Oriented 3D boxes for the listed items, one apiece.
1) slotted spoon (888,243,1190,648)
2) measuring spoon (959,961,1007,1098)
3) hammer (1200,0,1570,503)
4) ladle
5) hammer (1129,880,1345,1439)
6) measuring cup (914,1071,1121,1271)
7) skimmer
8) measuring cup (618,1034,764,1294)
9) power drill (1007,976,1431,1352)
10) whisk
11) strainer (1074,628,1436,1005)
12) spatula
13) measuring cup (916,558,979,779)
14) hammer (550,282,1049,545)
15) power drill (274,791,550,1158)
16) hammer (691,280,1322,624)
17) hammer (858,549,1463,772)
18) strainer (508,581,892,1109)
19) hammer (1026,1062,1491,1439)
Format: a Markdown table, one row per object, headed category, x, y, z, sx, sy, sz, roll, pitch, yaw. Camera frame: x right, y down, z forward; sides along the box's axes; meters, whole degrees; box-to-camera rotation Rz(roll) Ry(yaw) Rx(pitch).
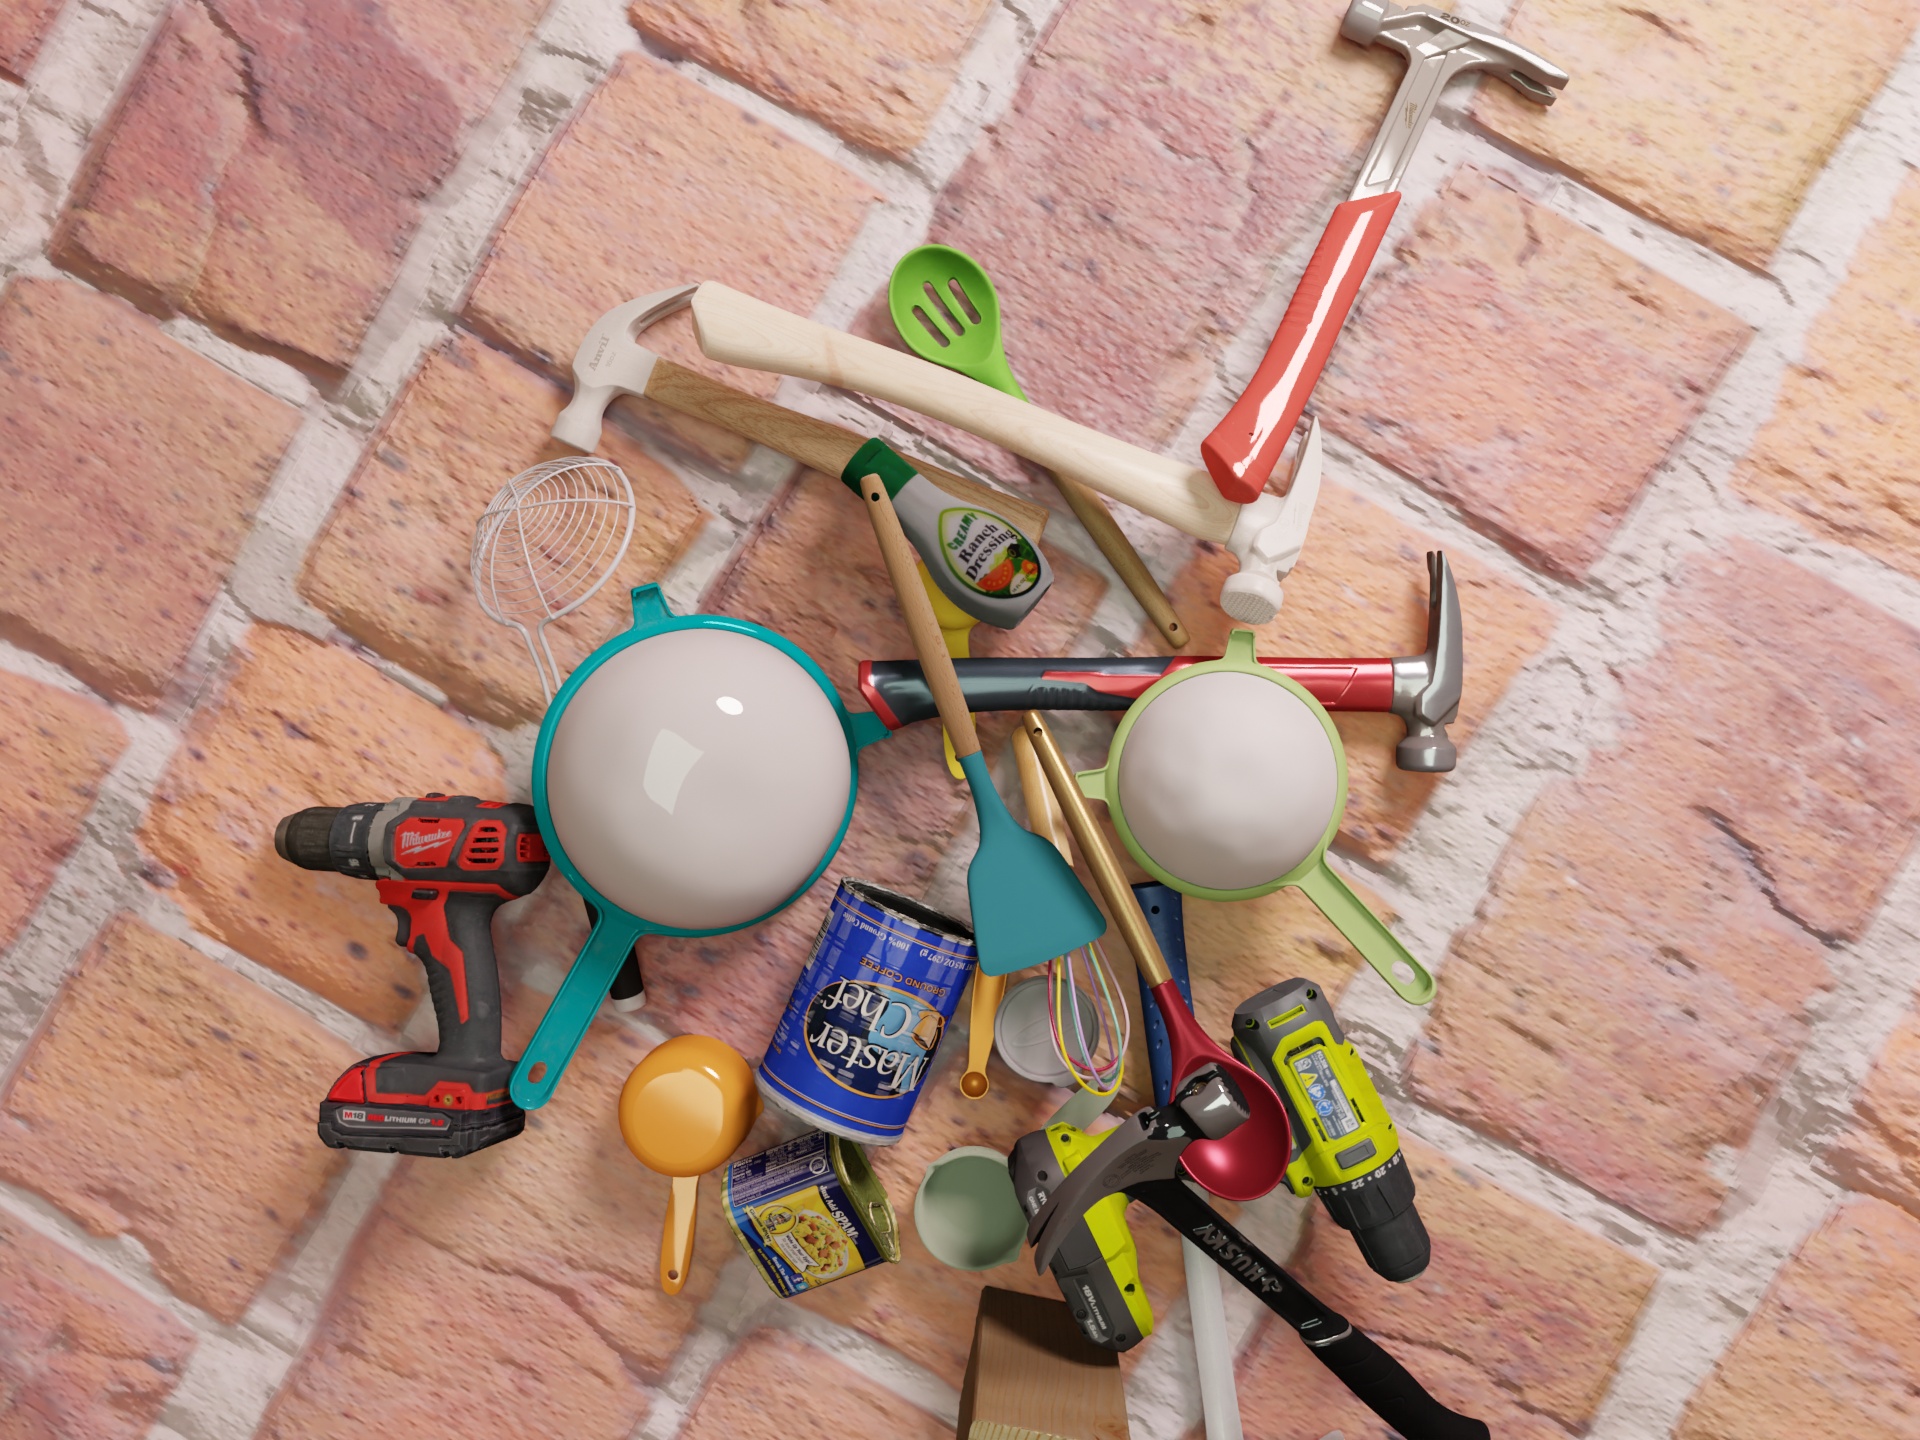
| category | x | y | z | sx | sy | sz | roll | pitch | yaw |
| --- | --- | --- | --- | --- | --- | --- | --- | --- | --- |
| slotted spoon | 0.057 | -0.177 | 1.051 | 0.070 | 0.031 | 0.314 | -35 | 90 | 0 |
| measuring spoon | 0.017 | 0.193 | 1.059 | 0.021 | 0.011 | 0.117 | 9 | 86 | 4 |
| hammer | 0.252 | -0.293 | 1.003 | 0.149 | 0.036 | 0.359 | 25 | 78 | 4 |
| ladle | 0.108 | 0.135 | 0.954 | 0.069 | 0.031 | 0.315 | -25 | 78 | 0 |
| hammer | 0.156 | 0.307 | 1.037 | 0.144 | 0.035 | 0.405 | -8 | 89 | 3 |
| measuring cup | 0.042 | 0.286 | 1.042 | 0.167 | 0.038 | 0.083 | -43 | 88 | 0 |
| skimmer | -0.242 | 0.009 | 1.058 | 0.127 | 0.090 | 0.363 | -7 | 101 | 25 |
| measuring cup | -0.185 | 0.297 | 1.043 | 0.095 | 0.052 | 0.173 | 6 | 88 | 3 |
| power drill | 0.162 | 0.290 | 0.981 | 0.228 | 0.080 | 0.190 | -26 | 87 | -1 |
| whisk | 0.064 | 0.115 | 1.002 | 0.047 | 0.051 | 0.245 | -5 | 66 | -15 |
| strainer | 0.200 | 0.076 | 0.960 | 0.151 | 0.069 | 0.256 | -42 | 86 | 0 |
| spatula | -0.002 | -0.003 | 0.984 | 0.082 | 0.044 | 0.317 | -20 | 92 | 1 |
| measuring cup | -0.003 | -0.039 | 1.050 | 0.062 | 0.029 | 0.156 | -3 | 89 | 3 |
| hammer | -0.098 | -0.187 | 1.056 | 0.331 | 0.031 | 0.130 | 22 | 91 | 2 |
| power drill | -0.365 | 0.160 | 1.040 | 0.188 | 0.080 | 0.227 | 1 | 86 | 13 |
| hammer | 0.028 | -0.198 | 1.009 | 0.410 | 0.038 | 0.146 | 22 | 66 | 0 |
| hammer | 0.127 | -0.039 | 1.025 | 0.386 | 0.038 | 0.143 | 0 | 93 | -1 |
| strainer | -0.186 | 0.097 | 0.985 | 0.211 | 0.095 | 0.340 | 30 | 85 | -19 |
| hammer | 0.201 | 0.354 | 0.936 | 0.149 | 0.036 | 0.408 | -38 | 119 | 11 |
